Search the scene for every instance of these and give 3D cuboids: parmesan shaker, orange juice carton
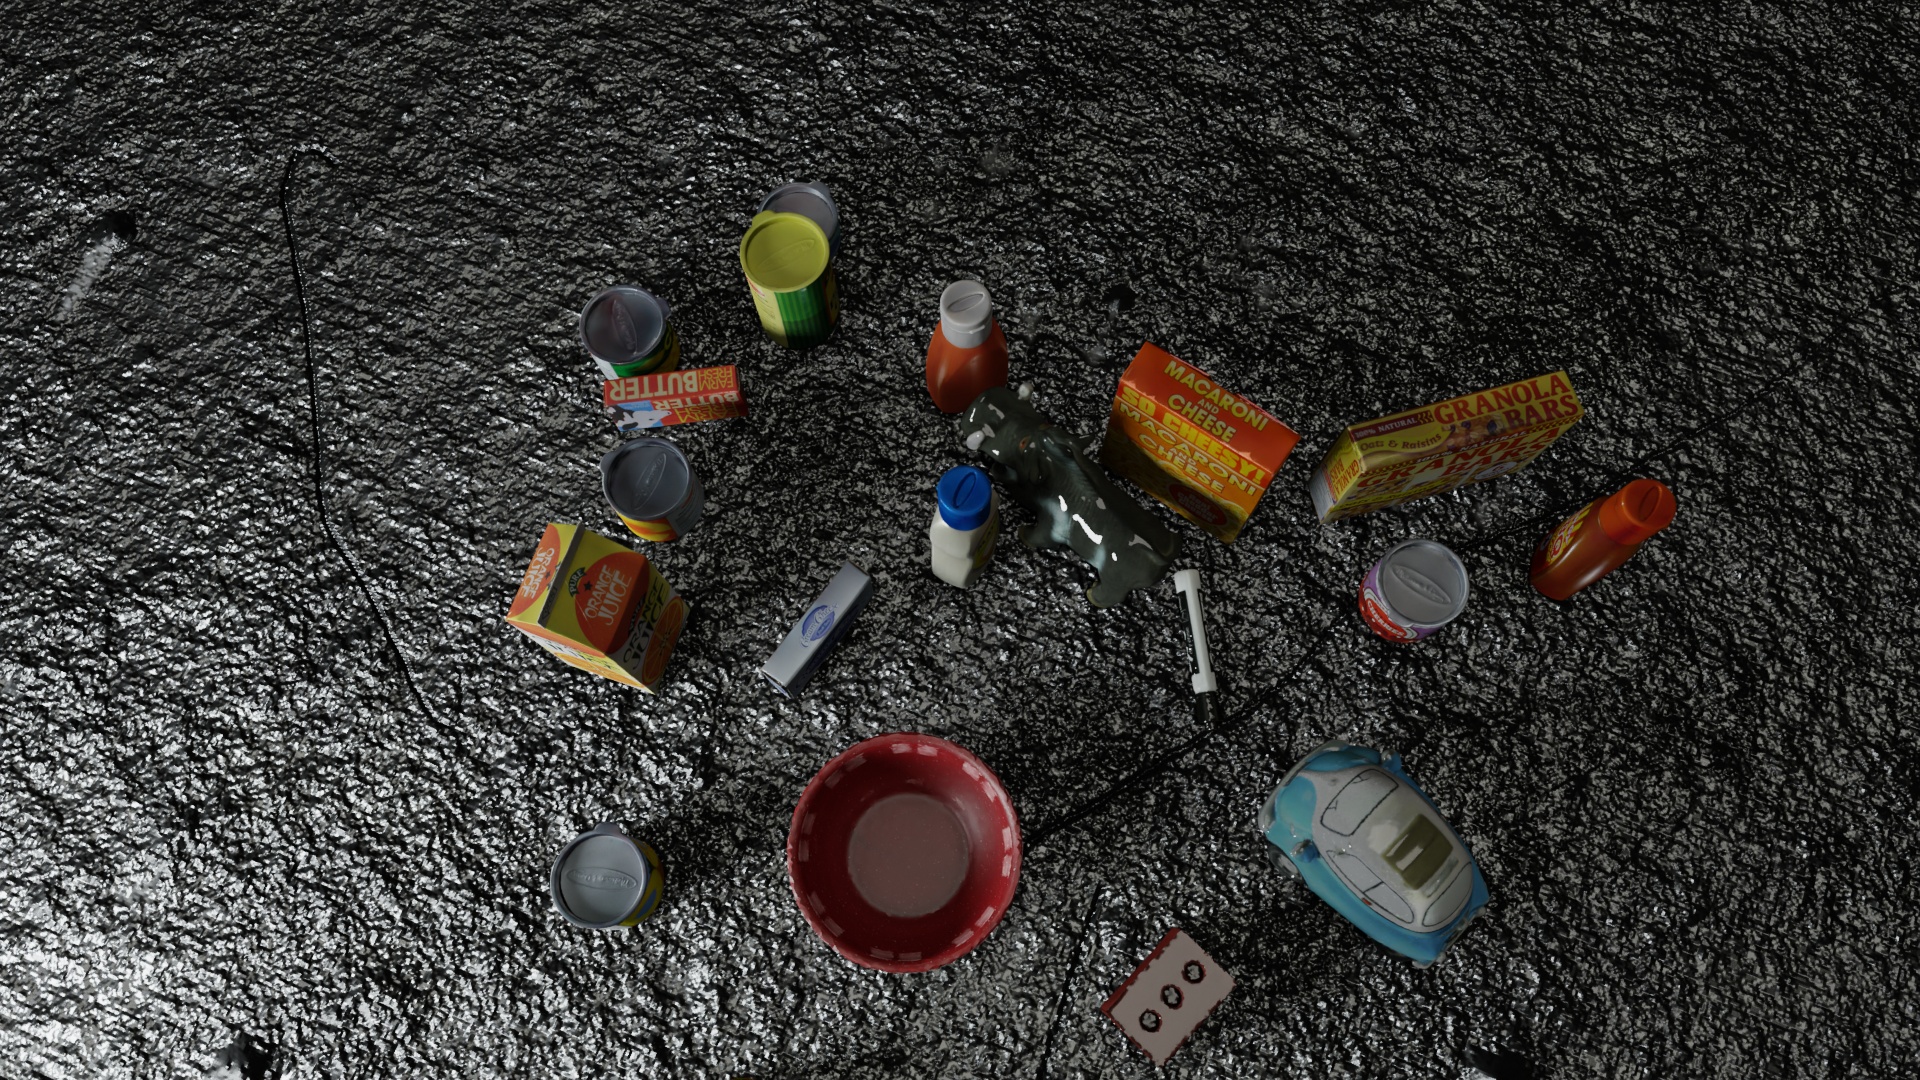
[{"bbox_3d":[-0.131,-0.201,1.076,0.071,0.102,0.071,0,73,0],"label":"parmesan shaker"},{"bbox_3d":[-0.249,0.046,0.954,0.073,0.192,0.072,18,75,6],"label":"orange juice carton"}]

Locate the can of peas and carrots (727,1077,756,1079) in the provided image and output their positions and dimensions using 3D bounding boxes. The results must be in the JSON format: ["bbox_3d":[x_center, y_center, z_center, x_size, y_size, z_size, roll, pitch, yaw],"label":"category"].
[{"bbox_3d":[-0.153,0.392,0.917,0.071,0.058,0.071,0,73,0],"label":"can of peas and carrots"}]

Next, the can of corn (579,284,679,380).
[{"bbox_3d":[-0.255,-0.158,1.086,0.071,0.058,0.071,0,73,0],"label":"can of corn"}]

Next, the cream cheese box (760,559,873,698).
[{"bbox_3d":[-0.103,0.066,1.019,0.024,0.053,0.104,35,76,10],"label":"cream cheese box"}]

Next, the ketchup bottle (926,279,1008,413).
[{"bbox_3d":[0.005,-0.144,1.034,0.065,0.148,0.043,-26,75,-7],"label":"ketchup bottle"}]

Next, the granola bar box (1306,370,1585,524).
[{"bbox_3d":[0.350,-0.067,1.021,0.166,0.124,0.039,-15,74,-4],"label":"granola bar box"}]

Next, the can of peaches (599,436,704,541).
[{"bbox_3d":[-0.233,-0.039,1.050,0.071,0.058,0.071,0,73,0],"label":"can of peaches"}]

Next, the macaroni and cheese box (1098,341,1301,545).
[{"bbox_3d":[0.167,-0.067,1.000,0.124,0.166,0.040,34,77,10],"label":"macaroni and cheese box"}]

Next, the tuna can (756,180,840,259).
[{"bbox_3d":[-0.129,-0.256,1.129,0.071,0.032,0.071,0,73,0],"label":"tuna can"}]

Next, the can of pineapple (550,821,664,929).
[{"bbox_3d":[-0.243,0.235,0.966,0.071,0.057,0.071,0,73,0],"label":"can of pineapple"}]

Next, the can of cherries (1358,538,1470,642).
[{"bbox_3d":[0.331,0.040,1.023,0.071,0.058,0.071,0,73,0],"label":"can of cherries"}]

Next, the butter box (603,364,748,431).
[{"bbox_3d":[-0.219,-0.110,1.074,0.103,0.053,0.024,-7,74,-2],"label":"butter box"}]

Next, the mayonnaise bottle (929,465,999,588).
[{"bbox_3d":[0.004,-0.012,0.994,0.041,0.147,0.065,26,75,8],"label":"mayonnaise bottle"}]

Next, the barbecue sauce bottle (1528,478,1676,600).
[{"bbox_3d":[0.457,-0.003,0.989,0.044,0.148,0.065,32,76,9],"label":"barbecue sauce bottle"}]
